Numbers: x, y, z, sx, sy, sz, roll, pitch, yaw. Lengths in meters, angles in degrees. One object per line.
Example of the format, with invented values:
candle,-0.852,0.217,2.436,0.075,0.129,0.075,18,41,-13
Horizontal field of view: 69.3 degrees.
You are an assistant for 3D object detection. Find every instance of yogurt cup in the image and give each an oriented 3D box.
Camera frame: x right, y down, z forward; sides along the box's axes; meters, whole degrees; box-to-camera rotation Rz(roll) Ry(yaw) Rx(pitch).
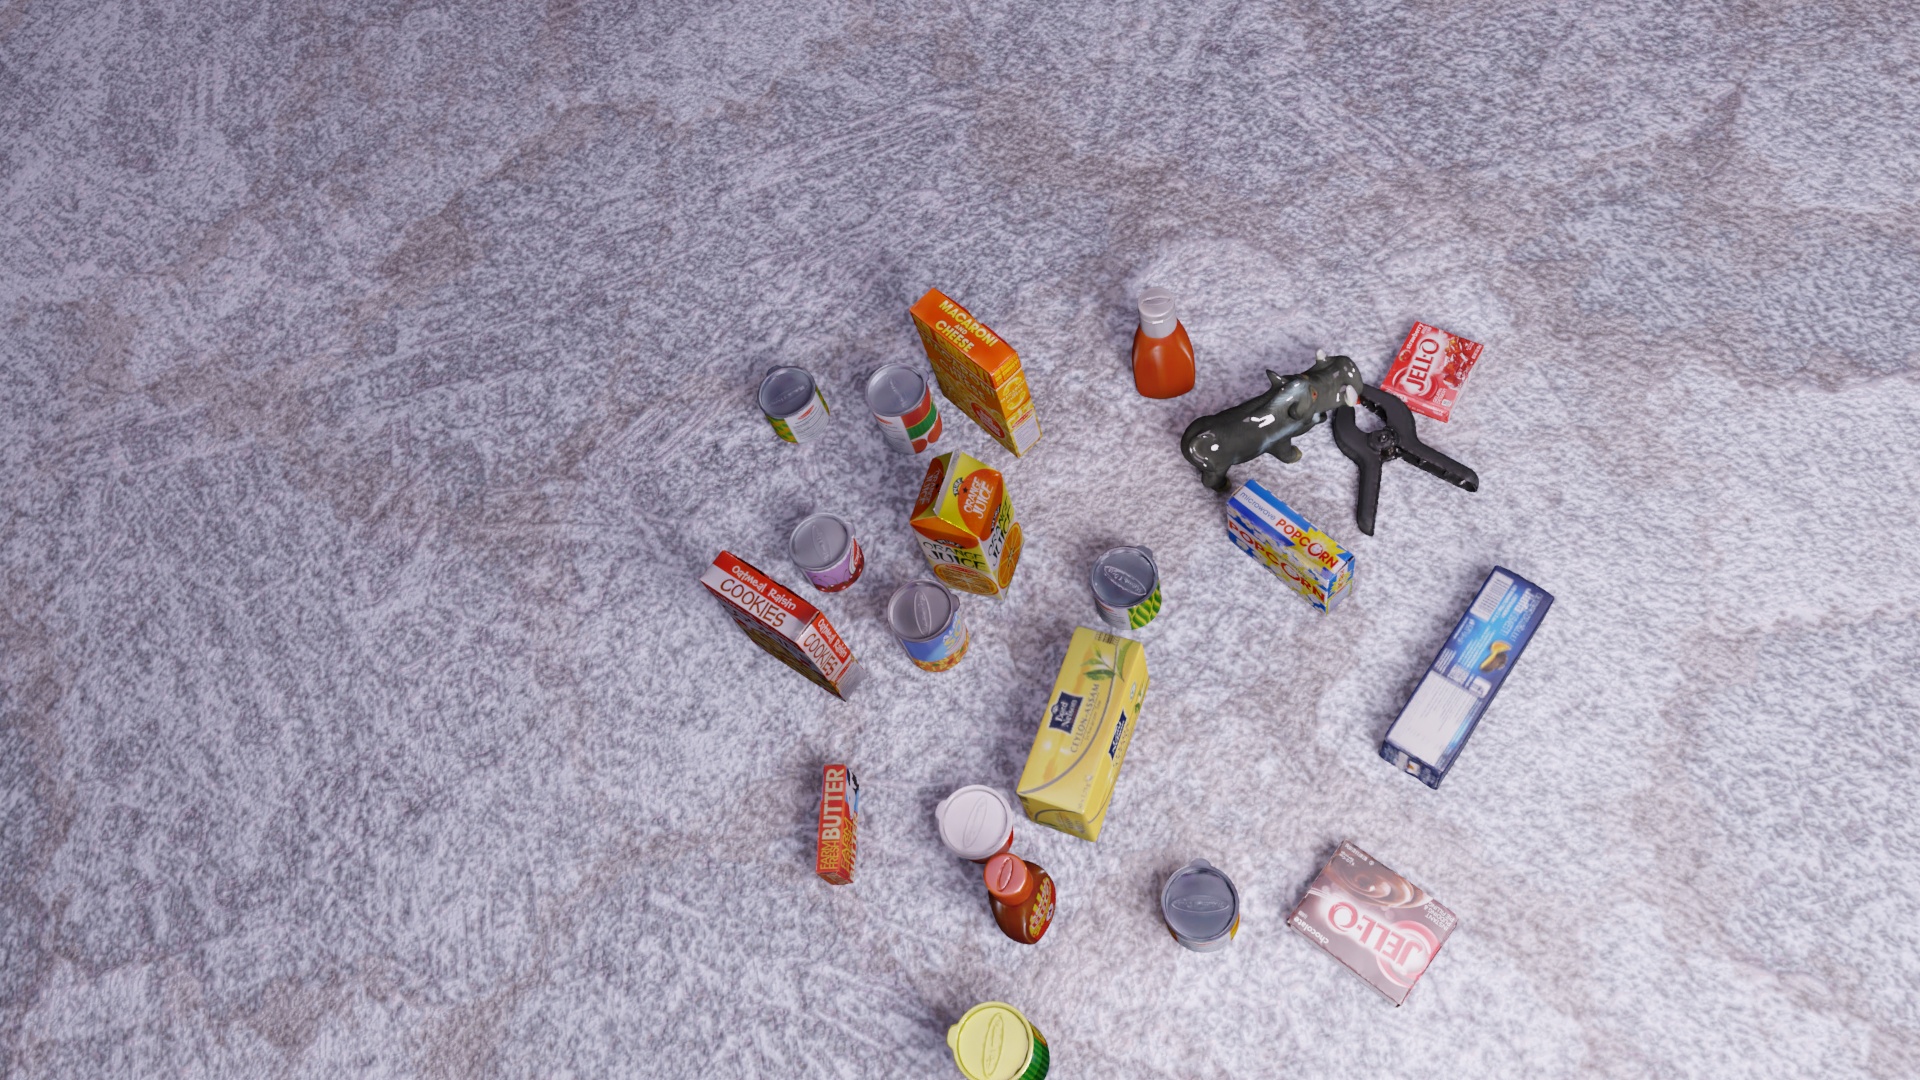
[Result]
yogurt cup,0.018,0.263,1.271,0.072,0.053,0.072,-5,63,10

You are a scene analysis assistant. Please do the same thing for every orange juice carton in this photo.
orange juice carton,0.005,-0.017,1.336,0.073,0.192,0.072,13,67,18

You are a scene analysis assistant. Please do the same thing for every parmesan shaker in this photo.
parmesan shaker,0.033,0.425,1.158,0.071,0.102,0.071,-5,63,10

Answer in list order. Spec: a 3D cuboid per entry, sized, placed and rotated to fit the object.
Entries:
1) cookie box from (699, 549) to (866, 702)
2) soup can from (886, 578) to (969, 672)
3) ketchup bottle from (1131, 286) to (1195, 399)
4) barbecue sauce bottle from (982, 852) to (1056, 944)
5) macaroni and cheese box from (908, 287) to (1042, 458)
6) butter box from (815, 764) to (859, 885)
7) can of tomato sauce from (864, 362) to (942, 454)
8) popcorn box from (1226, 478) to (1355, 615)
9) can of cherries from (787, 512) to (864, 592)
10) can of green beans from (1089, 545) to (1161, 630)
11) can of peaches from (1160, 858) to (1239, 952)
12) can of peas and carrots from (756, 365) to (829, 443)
cookie box,-0.168,0.084,1.337,0.123,0.167,0.040,30,74,24
soup can,-0.028,0.084,1.354,0.071,0.083,0.071,-5,63,10
ketchup bottle,0.204,-0.199,1.411,0.065,0.148,0.044,-6,63,9
barbecue sauce bottle,0.050,0.302,1.191,0.044,0.148,0.065,13,68,18
macaroni and cheese box,0.018,-0.171,1.426,0.040,0.166,0.124,-43,63,-10
butter box,-0.114,0.266,1.298,0.024,0.053,0.104,-4,63,11
can of tomato sauce,-0.058,-0.140,1.474,0.071,0.082,0.071,-5,63,10
popcorn box,0.312,0.006,1.320,0.038,0.085,0.127,-43,63,-10
can of cherries,-0.135,0.013,1.428,0.071,0.058,0.072,-5,63,10
can of green beans,0.161,0.047,1.347,0.071,0.057,0.071,-5,63,10
can of peaches,0.208,0.317,1.201,0.071,0.058,0.071,-5,63,10
can of peas and carrots,-0.183,-0.150,1.520,0.071,0.058,0.071,-5,63,10
